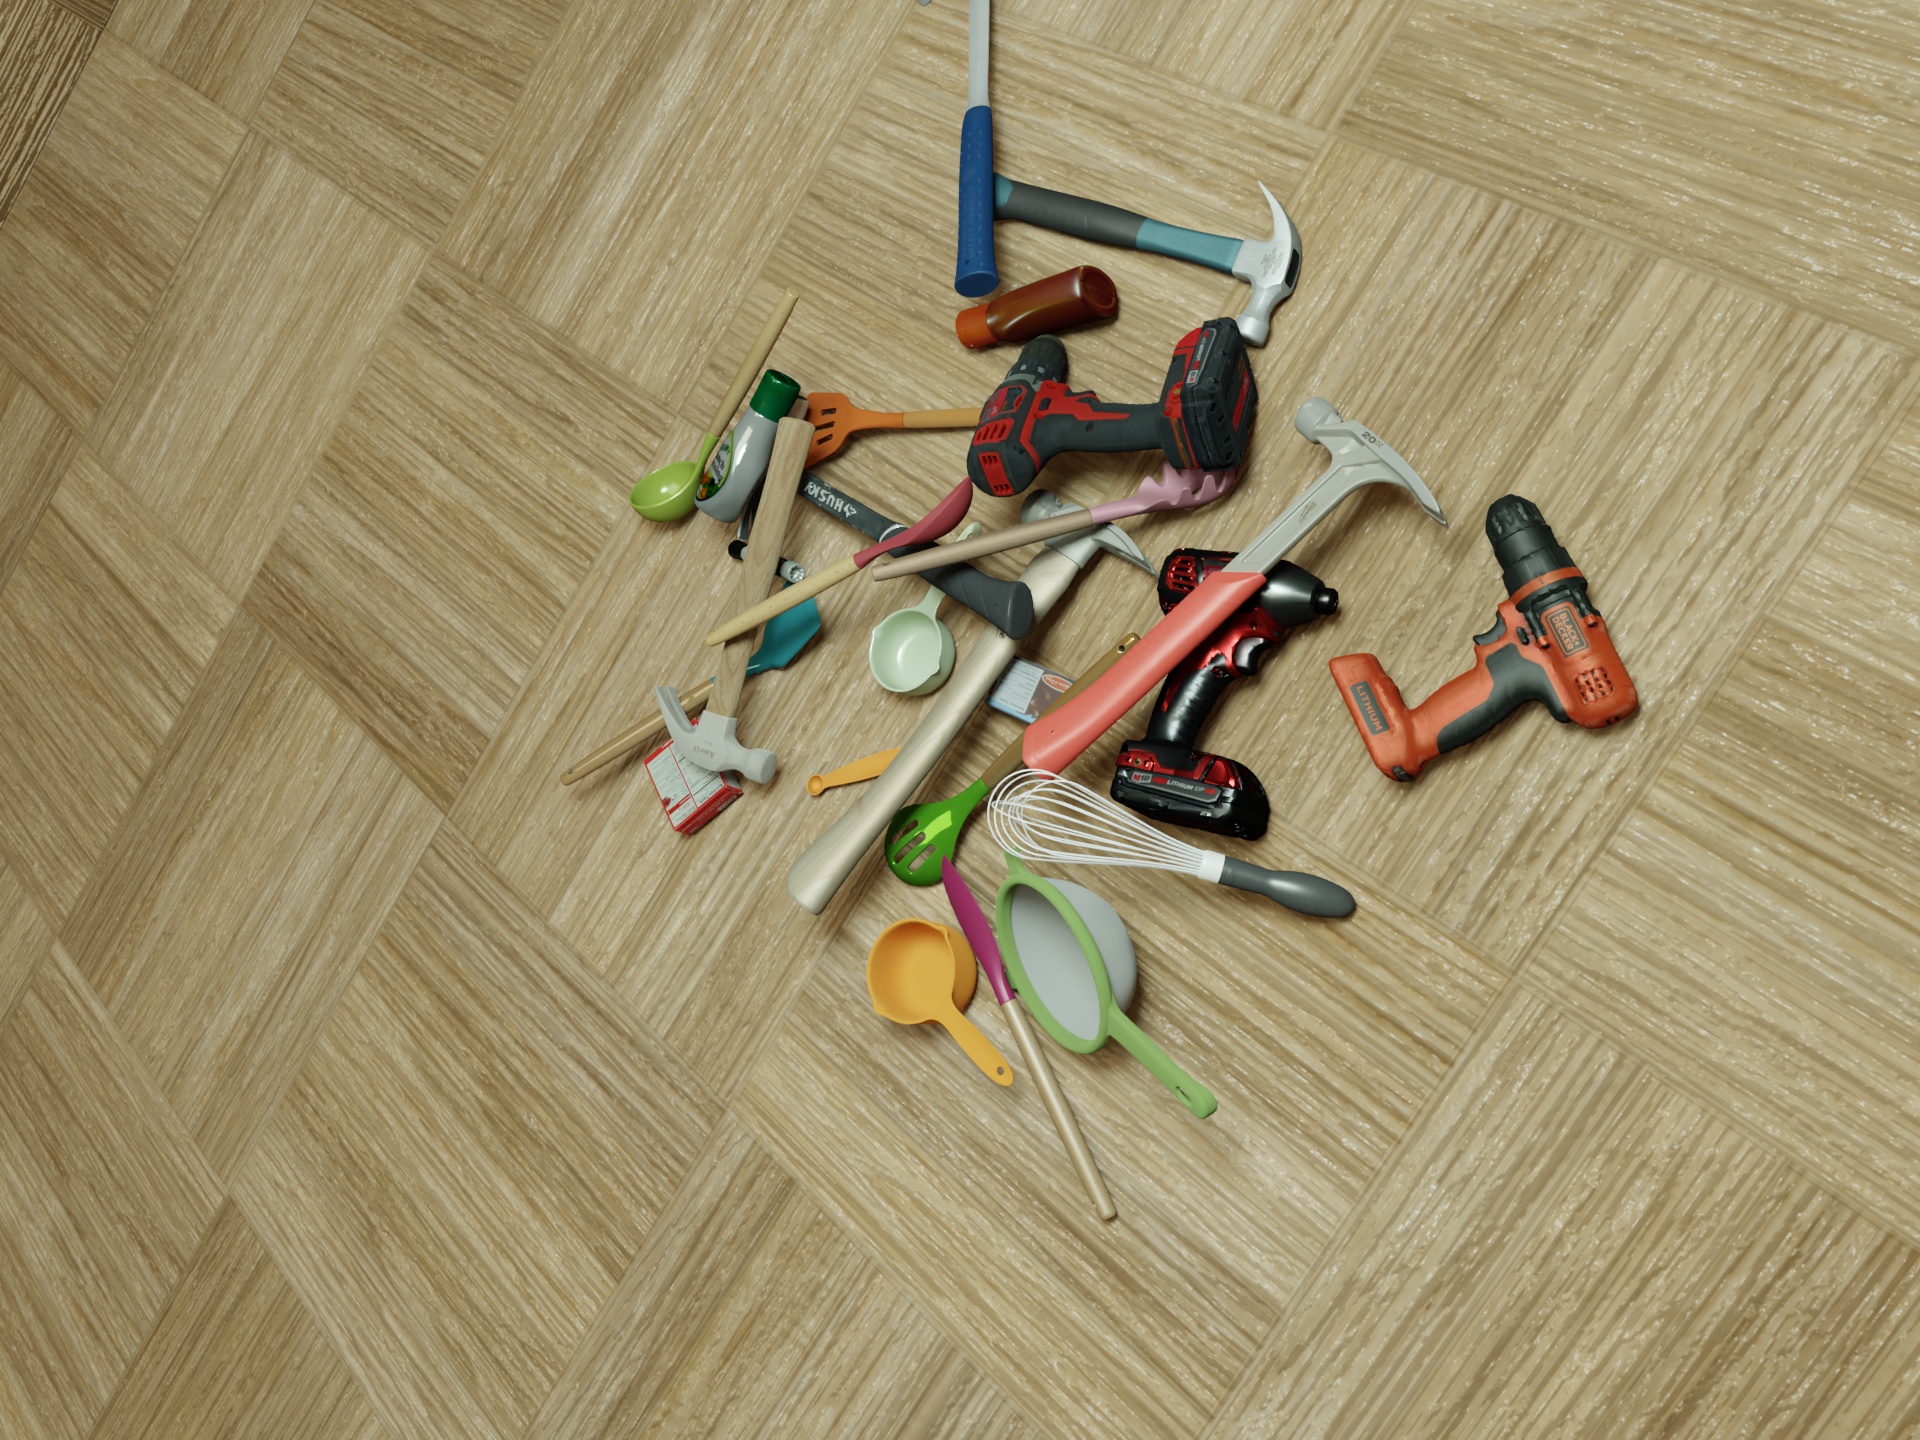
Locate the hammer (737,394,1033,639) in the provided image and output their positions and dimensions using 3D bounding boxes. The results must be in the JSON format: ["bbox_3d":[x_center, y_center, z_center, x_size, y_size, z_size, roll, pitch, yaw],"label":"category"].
[{"bbox_3d":[-0.075,-0.166,1.418,0.409,0.036,0.149,36,110,42],"label":"hammer"}]

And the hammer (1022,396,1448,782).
[{"bbox_3d":[0.190,-0.078,1.207,0.359,0.036,0.149,-44,55,10],"label":"hammer"}]

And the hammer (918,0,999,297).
[{"bbox_3d":[0.012,-0.574,1.484,0.144,0.035,0.406,-11,66,29],"label":"hammer"}]

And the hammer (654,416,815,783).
[{"bbox_3d":[-0.194,-0.116,1.469,0.130,0.031,0.331,16,93,21],"label":"hammer"}]

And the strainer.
[{"bbox_3d":[0.124,0.205,1.210,0.257,0.069,0.151,40,143,43],"label":"strainer"}]

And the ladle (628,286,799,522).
[{"bbox_3d":[-0.234,-0.298,1.512,0.320,0.062,0.078,-48,16,44],"label":"ladle"}]

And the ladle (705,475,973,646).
[{"bbox_3d":[-0.108,-0.127,1.373,0.315,0.069,0.031,-24,109,32],"label":"ladle"}]

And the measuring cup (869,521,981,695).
[{"bbox_3d":[-0.018,-0.098,1.417,0.083,0.038,0.167,32,94,33],"label":"measuring cup"}]

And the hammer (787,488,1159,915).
[{"bbox_3d":[-0.002,-0.004,1.332,0.146,0.038,0.410,35,88,41],"label":"hammer"}]

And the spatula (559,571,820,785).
[{"bbox_3d":[-0.262,-0.027,1.526,0.317,0.044,0.082,-32,53,10],"label":"spatula"}]

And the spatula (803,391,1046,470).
[{"bbox_3d":[-0.025,-0.277,1.472,0.323,0.041,0.081,3,82,28],"label":"spatula"}]

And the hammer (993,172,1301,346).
[{"bbox_3d":[0.149,-0.429,1.395,0.331,0.033,0.128,27,94,33],"label":"hammer"}]

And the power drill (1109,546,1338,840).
[{"bbox_3d":[0.207,-0.025,1.243,0.143,0.078,0.220,11,81,33],"label":"power drill"}]

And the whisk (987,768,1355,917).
[{"bbox_3d":[0.157,0.102,1.200,0.284,0.070,0.070,16,87,6],"label":"whisk"}]

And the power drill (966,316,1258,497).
[{"bbox_3d":[0.126,-0.271,1.325,0.227,0.080,0.188,-3,44,26],"label":"power drill"}]

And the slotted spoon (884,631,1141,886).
[{"bbox_3d":[0.038,0.034,1.328,0.313,0.031,0.070,-45,72,24],"label":"slotted spoon"}]

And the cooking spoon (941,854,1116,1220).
[{"bbox_3d":[0.050,0.252,1.288,0.017,0.068,0.319,-21,70,-14],"label":"cooking spoon"}]

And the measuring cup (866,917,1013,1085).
[{"bbox_3d":[-0.003,0.238,1.320,0.174,0.052,0.095,44,102,29],"label":"measuring cup"}]

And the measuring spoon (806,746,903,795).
[{"bbox_3d":[-0.089,0.046,1.443,0.117,0.011,0.021,-18,69,23],"label":"measuring spoon"}]

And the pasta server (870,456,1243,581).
[{"bbox_3d":[0.079,-0.166,1.300,0.316,0.040,0.060,-15,35,-2],"label":"pasta server"}]
